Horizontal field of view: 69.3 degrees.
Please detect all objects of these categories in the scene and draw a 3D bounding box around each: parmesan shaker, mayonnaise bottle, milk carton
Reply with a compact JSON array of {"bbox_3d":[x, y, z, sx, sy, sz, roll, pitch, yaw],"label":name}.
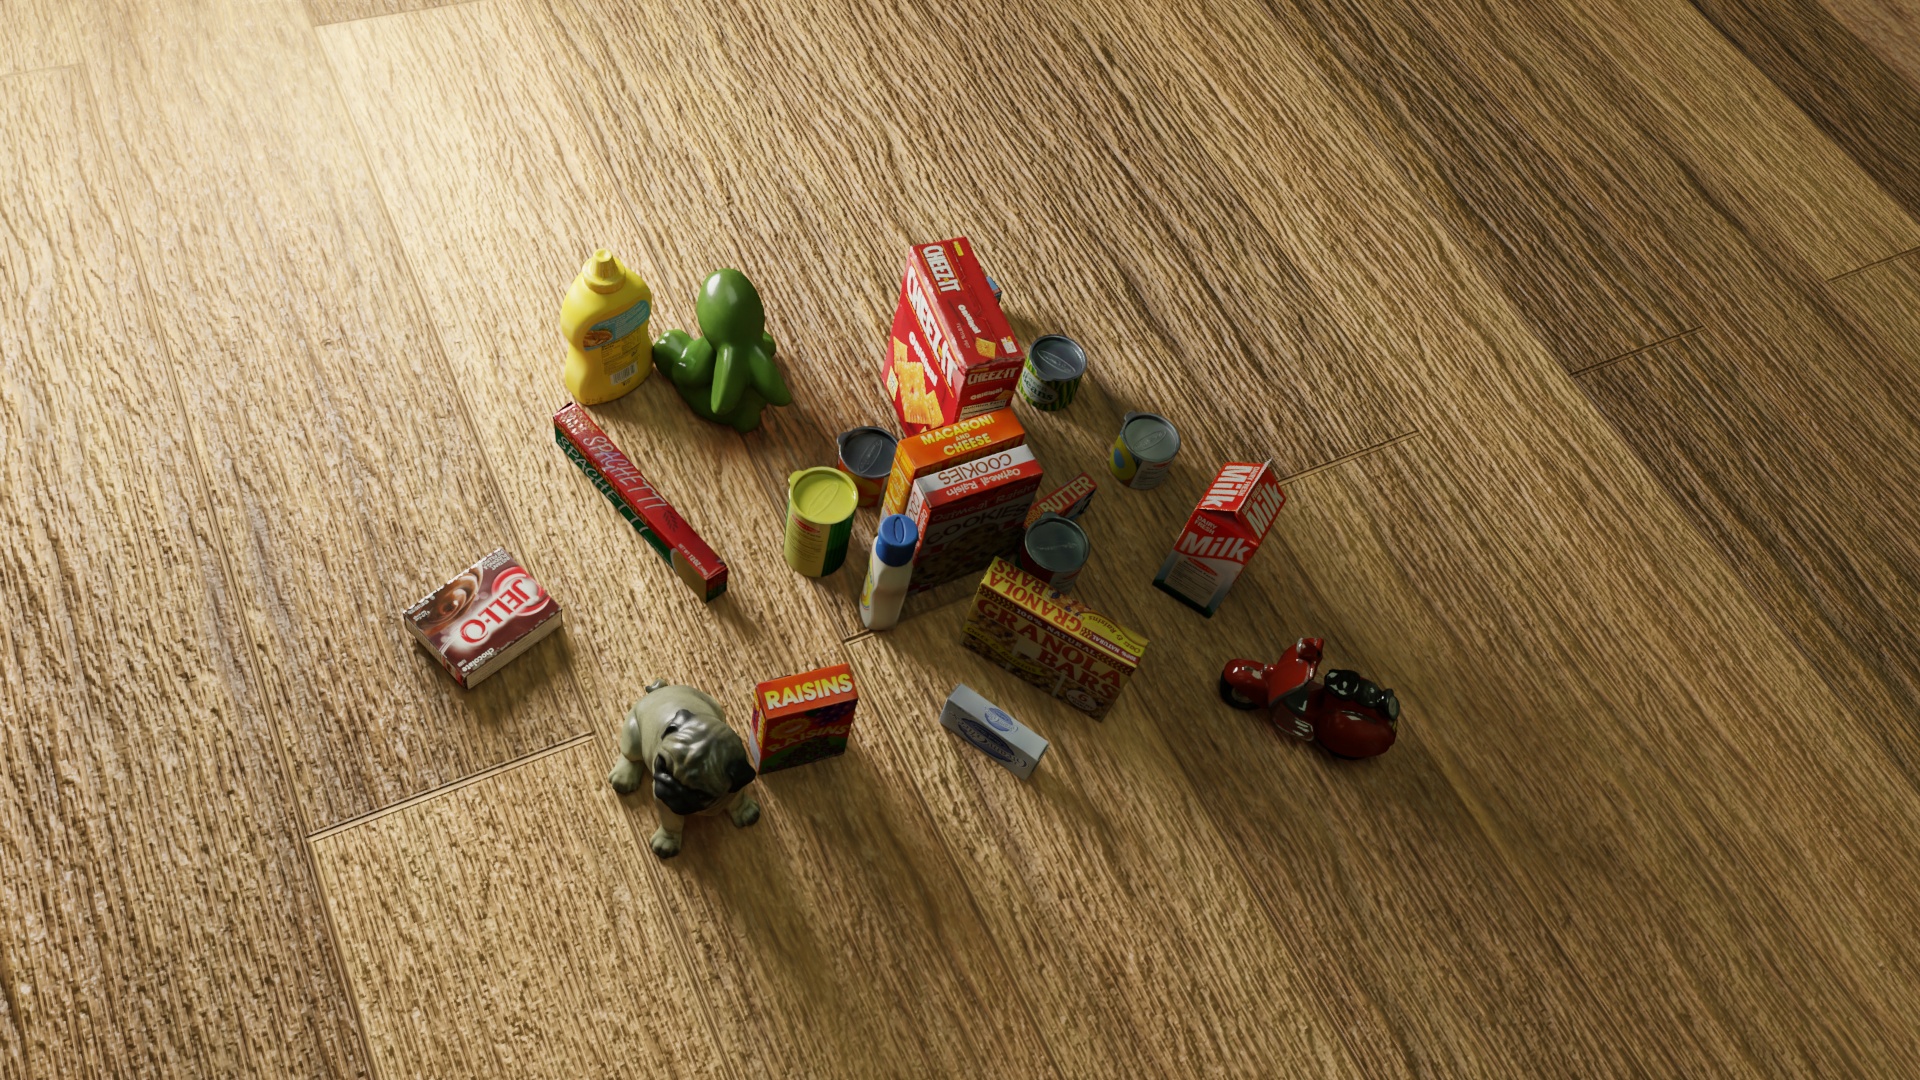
[{"bbox_3d":[-0.142,-0.019,1.374,0.071,0.102,0.071,5,58,-8],"label":"parmesan shaker"},{"bbox_3d":[-0.069,0.028,1.332,0.041,0.147,0.065,1,58,-11],"label":"mayonnaise bottle"},{"bbox_3d":[0.265,-0.008,1.399,0.073,0.189,0.073,32,58,9],"label":"milk carton"}]

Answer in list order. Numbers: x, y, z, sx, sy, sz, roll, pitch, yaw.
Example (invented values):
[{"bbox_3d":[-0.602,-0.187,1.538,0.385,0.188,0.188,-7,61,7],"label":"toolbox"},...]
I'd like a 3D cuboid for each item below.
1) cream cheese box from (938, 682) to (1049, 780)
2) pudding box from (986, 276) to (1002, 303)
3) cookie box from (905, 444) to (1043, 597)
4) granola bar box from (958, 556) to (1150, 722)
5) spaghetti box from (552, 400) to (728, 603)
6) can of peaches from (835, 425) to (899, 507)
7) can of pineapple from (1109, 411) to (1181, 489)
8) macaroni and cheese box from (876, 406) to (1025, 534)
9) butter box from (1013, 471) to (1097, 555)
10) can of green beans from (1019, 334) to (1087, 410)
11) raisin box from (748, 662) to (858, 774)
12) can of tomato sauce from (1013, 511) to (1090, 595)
[{"bbox_3d":[0.031,0.181,1.313,0.104,0.053,0.024,33,58,10],"label":"cream cheese box"},{"bbox_3d":[0.004,-0.265,1.591,0.084,0.049,0.030,-27,67,-25],"label":"pudding box"},{"bbox_3d":[0.005,-0.017,1.365,0.123,0.166,0.040,-19,64,-22],"label":"cookie box"},{"bbox_3d":[0.086,0.098,1.335,0.166,0.123,0.039,29,57,7],"label":"granola bar box"},{"bbox_3d":[-0.321,-0.039,1.381,0.029,0.050,0.250,-36,71,-28],"label":"spaghetti box"},{"bbox_3d":[-0.098,-0.077,1.446,0.071,0.057,0.071,5,58,-8],"label":"can of peaches"},{"bbox_3d":[0.201,-0.099,1.522,0.071,0.057,0.071,5,58,-8],"label":"can of pineapple"},{"bbox_3d":[-0.013,-0.057,1.387,0.124,0.165,0.040,-19,64,-22],"label":"macaroni and cheese box"},{"bbox_3d":[0.096,-0.028,1.458,0.104,0.052,0.024,-33,70,-27],"label":"butter box"},{"bbox_3d":[0.103,-0.188,1.558,0.071,0.057,0.071,5,58,-8],"label":"can of green beans"},{"bbox_3d":[-0.142,0.161,1.248,0.086,0.122,0.040,-11,62,-18],"label":"raisin box"},{"bbox_3d":[0.088,0.022,1.407,0.071,0.082,0.071,5,58,-8],"label":"can of tomato sauce"}]
